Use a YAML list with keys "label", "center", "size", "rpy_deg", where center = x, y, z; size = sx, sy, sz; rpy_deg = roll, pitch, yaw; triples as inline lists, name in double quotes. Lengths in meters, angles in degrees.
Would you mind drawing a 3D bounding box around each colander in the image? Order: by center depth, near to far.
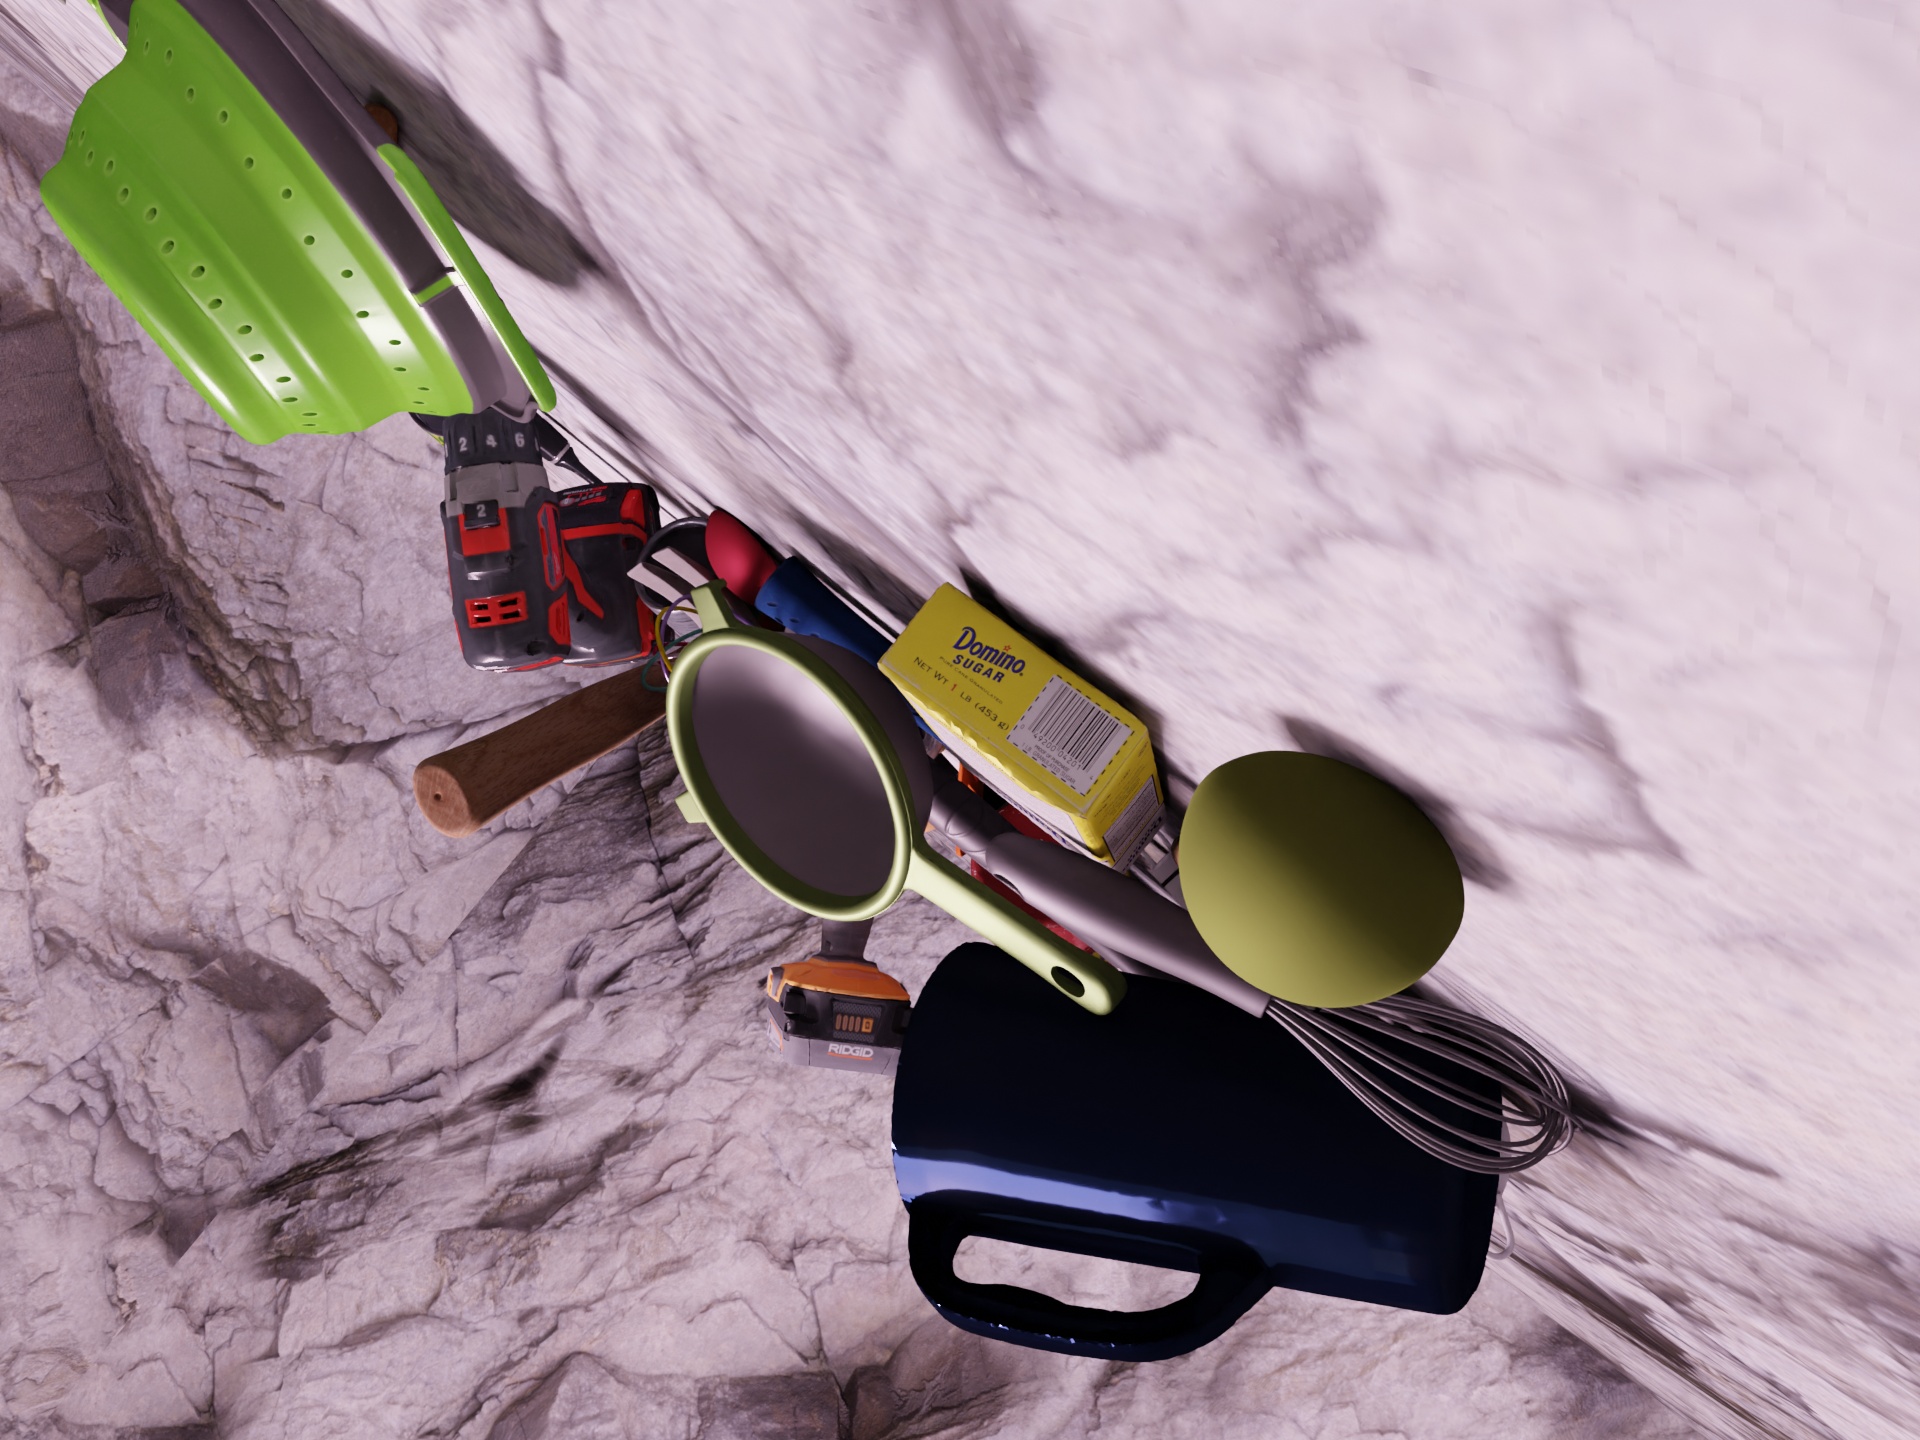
- label: "colander"
  center: [-0.303, -0.209, 0.619]
  size: [0.397, 0.094, 0.204]
  rpy_deg: [40, 164, 37]

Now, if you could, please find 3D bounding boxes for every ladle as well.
- label: "ladle"
  center: [0.099, 0.045, 0.548]
  size: [0.078, 0.062, 0.320]
  rpy_deg: [37, -179, 3]
- label: "ladle"
  center: [-0.075, -0.041, 1.005]
  size: [0.069, 0.031, 0.315]
  rpy_deg: [37, 176, 32]

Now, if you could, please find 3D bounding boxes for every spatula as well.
- label: "spatula"
  center: [-0.028, 0.063, 1.049]
  size: [0.041, 0.081, 0.322]
  rpy_deg: [6, 169, -17]

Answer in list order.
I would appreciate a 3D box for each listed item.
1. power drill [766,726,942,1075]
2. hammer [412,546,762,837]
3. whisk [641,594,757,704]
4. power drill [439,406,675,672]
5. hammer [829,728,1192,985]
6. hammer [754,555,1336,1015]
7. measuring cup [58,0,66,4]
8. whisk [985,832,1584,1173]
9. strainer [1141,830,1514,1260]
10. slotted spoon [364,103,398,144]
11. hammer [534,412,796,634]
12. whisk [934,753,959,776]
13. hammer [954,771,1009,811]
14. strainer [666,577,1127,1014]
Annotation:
- label: "power drill"
  center: [-0.056, 0.092, 0.948]
  size: [0.084, 0.226, 0.185]
  rpy_deg: [9, 172, -12]
- label: "hammer"
  center: [-0.168, -0.010, 0.793]
  size: [0.130, 0.031, 0.331]
  rpy_deg: [58, -160, -4]
- label: "whisk"
  center: [-0.098, -0.028, 0.863]
  size: [0.047, 0.051, 0.245]
  rpy_deg: [39, -167, 18]
- label: "power drill"
  center: [-0.243, -0.119, 0.938]
  size: [0.226, 0.080, 0.188]
  rpy_deg: [10, -108, -85]
- label: "hammer"
  center: [0.064, 0.103, 0.832]
  size: [0.334, 0.035, 0.146]
  rpy_deg: [40, 173, -9]
- label: "hammer"
  center: [0.060, 0.054, 0.833]
  size: [0.405, 0.035, 0.144]
  rpy_deg: [39, 174, 2]
- label: "measuring cup"
  center: [-0.328, -0.293, 0.563]
  size: [0.168, 0.038, 0.083]
  rpy_deg: [32, 171, 39]
- label: "whisk"
  center: [0.116, 0.100, 0.595]
  size: [0.239, 0.055, 0.055]
  rpy_deg: [26, 171, 13]
- label: "strainer"
  center: [0.169, 0.148, 0.739]
  size: [0.258, 0.087, 0.050]
  rpy_deg: [48, 172, 12]
- label: "slotted spoon"
  center: [-0.256, -0.226, 0.688]
  size: [0.070, 0.031, 0.314]
  rpy_deg: [44, 171, -22]
- label: "hammer"
  center: [-0.270, -0.177, 1.119]
  size: [0.409, 0.036, 0.149]
  rpy_deg: [39, 173, -1]
- label: "whisk"
  center: [0.033, 0.089, 1.202]
  size: [0.296, 0.073, 0.073]
  rpy_deg: [46, 174, -4]
- label: "hammer"
  center: [-0.045, 0.060, 1.190]
  size: [0.337, 0.034, 0.127]
  rpy_deg: [17, 140, 57]
- label: "strainer"
  center: [-0.021, 0.040, 0.719]
  size: [0.256, 0.069, 0.151]
  rpy_deg: [33, 135, 21]
